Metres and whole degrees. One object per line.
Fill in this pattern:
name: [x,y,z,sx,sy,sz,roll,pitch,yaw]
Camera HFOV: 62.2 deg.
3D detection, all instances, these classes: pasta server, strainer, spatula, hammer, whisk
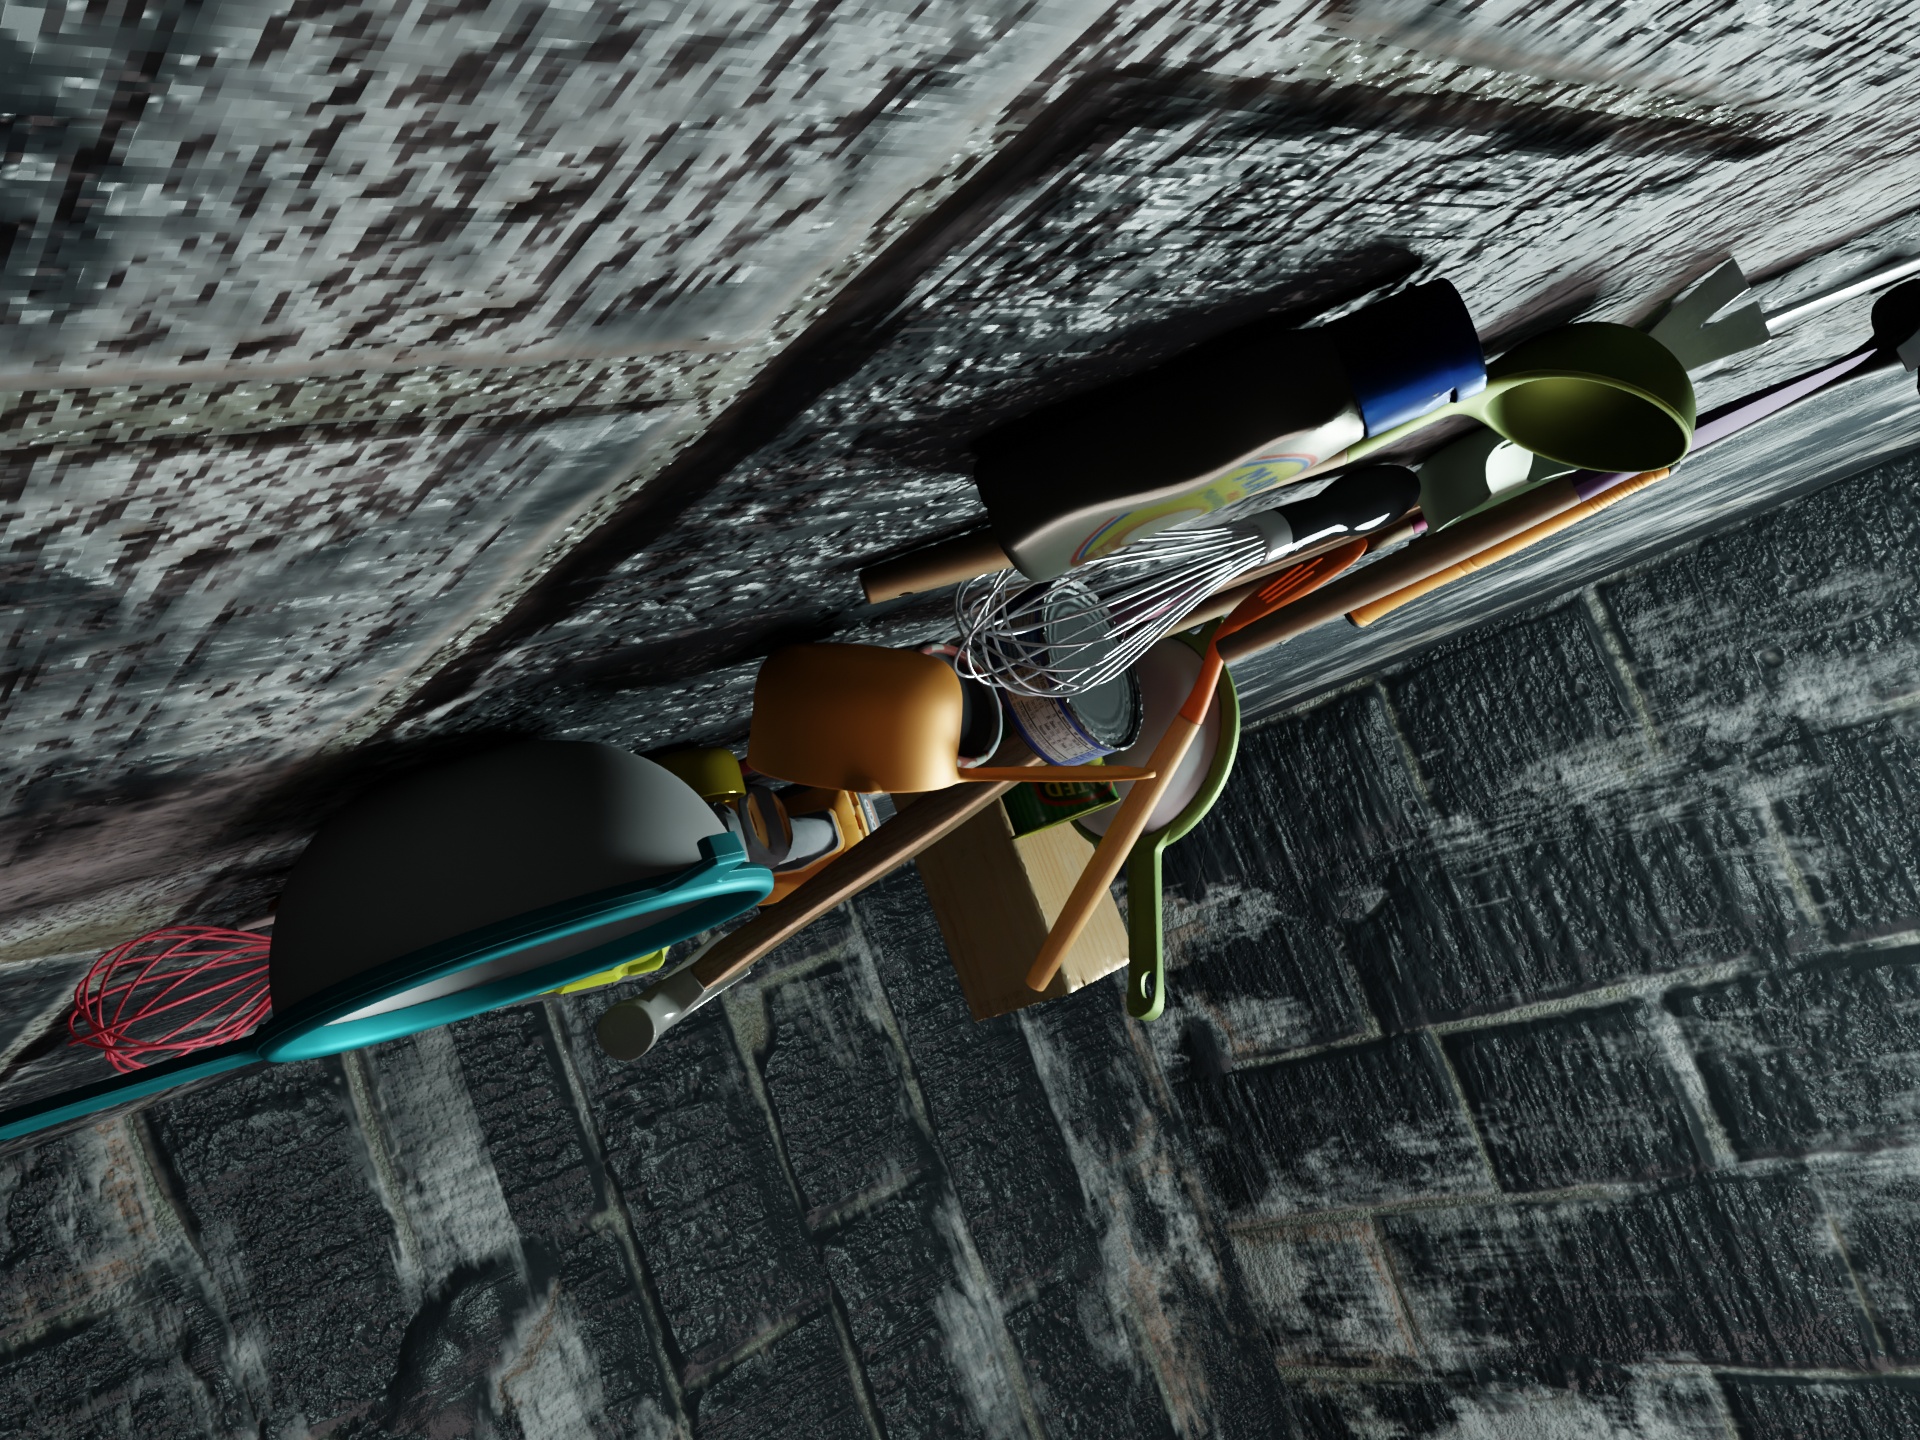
pasta server: [0.156,-0.076,0.856,0.316,0.040,0.060,-22,-165,4]
strainer: [-0.251,0.081,0.646,0.340,0.095,0.211,-17,171,-10]
spatula: [0.128,0.024,0.920,0.322,0.041,0.081,-61,-174,11]
spatula: [0.264,-0.098,0.748,0.316,0.018,0.059,-25,176,21]
hammer: [0.468,-0.218,0.631,0.405,0.035,0.144,-22,174,11]
whisk: [-0.373,0.130,0.873,0.073,0.073,0.296,-22,-179,12]
hammer: [-0.050,0.078,0.888,0.331,0.031,0.130,-35,179,1]
whisk: [0.109,-0.071,0.689,0.284,0.070,0.070,-21,176,-35]
hammer: [0.346,-0.125,0.851,0.337,0.034,0.127,-27,-169,39]
strainer: [0.096,0.054,0.987,0.069,0.257,0.151,21,151,-40]

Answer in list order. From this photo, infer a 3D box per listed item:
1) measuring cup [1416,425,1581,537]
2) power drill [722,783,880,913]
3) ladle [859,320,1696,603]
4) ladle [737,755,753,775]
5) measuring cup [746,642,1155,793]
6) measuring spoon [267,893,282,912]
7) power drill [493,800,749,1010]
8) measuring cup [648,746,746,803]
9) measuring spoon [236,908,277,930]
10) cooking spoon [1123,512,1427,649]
measuring cup: [0.248,-0.125,0.742,0.083,0.038,0.167,-23,169,15]
power drill: [-0.175,0.102,1.164,0.185,0.084,0.226,-22,169,20]
ladle: [0.120,-0.084,0.591,0.320,0.062,0.078,-17,173,-6]
ladle: [-0.166,0.045,0.917,0.315,0.031,0.069,-22,169,29]
measuring cup: [-0.001,-0.002,0.662,0.173,0.052,0.095,2,-171,-9]
measuring spoon: [-0.316,0.076,0.789,0.117,0.011,0.021,-30,179,39]
power drill: [-0.225,0.105,0.859,0.190,0.080,0.228,-11,170,-20]
measuring cup: [-0.181,0.041,0.863,0.156,0.029,0.062,-14,173,37]
measuring spoon: [-0.296,0.077,0.780,0.034,0.018,0.124,-27,174,43]
cooking spoon: [0.244,-0.108,0.950,0.319,0.017,0.068,-22,172,12]
